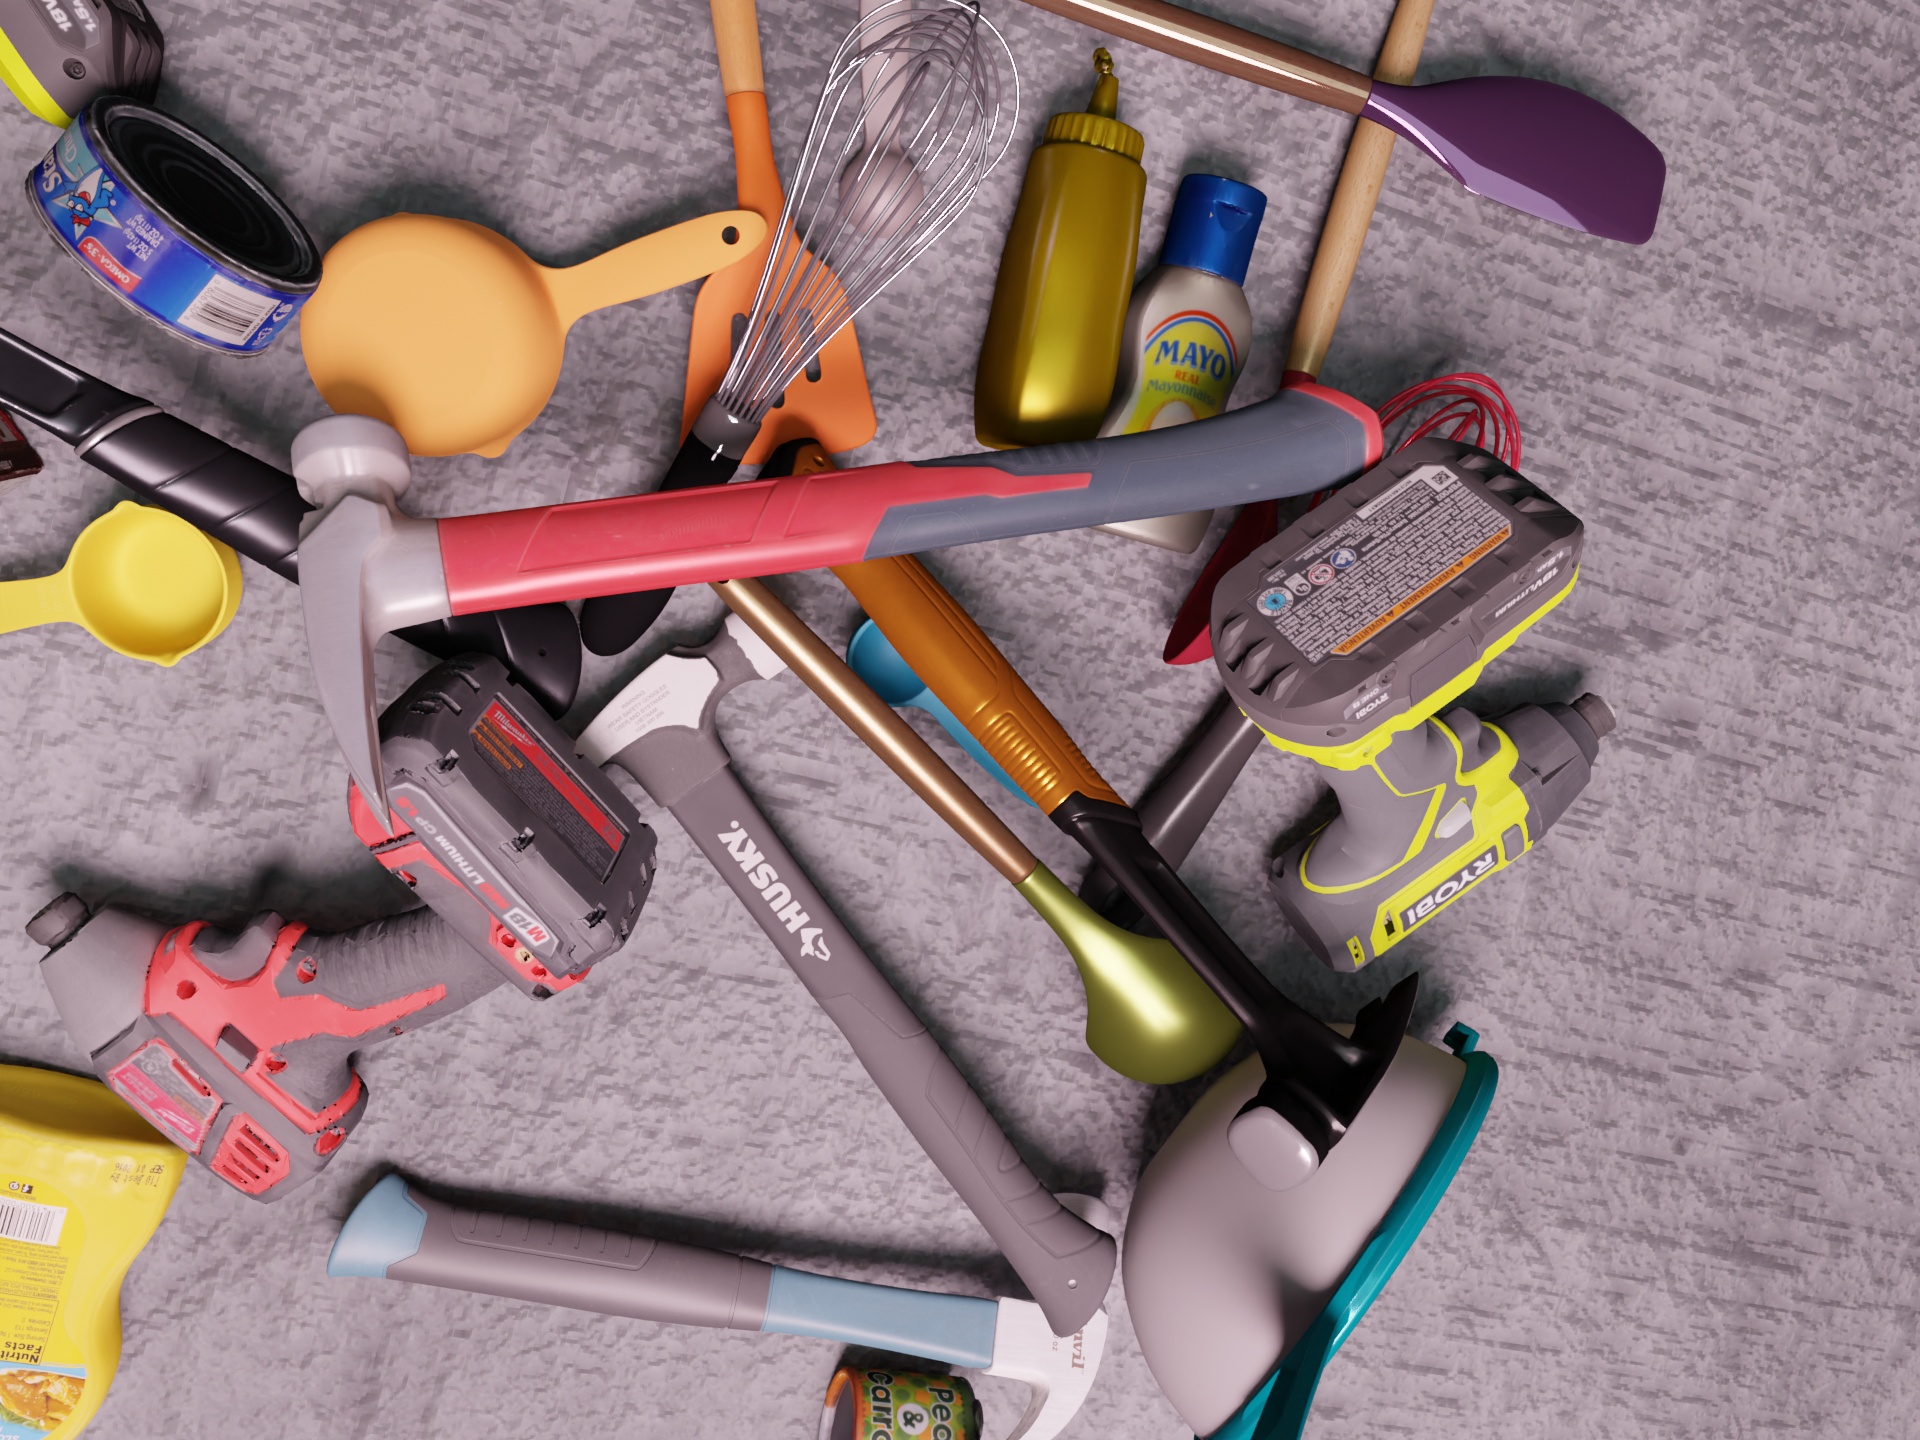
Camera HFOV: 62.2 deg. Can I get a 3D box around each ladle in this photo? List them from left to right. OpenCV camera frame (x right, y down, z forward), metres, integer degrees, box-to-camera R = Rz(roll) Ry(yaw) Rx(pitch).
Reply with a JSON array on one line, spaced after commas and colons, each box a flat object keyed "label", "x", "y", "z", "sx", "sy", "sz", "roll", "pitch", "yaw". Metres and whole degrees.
[{"label": "ladle", "x": 0.007, "y": 0.040, "z": 0.655, "sx": 0.078, "sy": 0.062, "sz": 0.320, "roll": -42, "pitch": 107, "yaw": 8}, {"label": "ladle", "x": 0.149, "y": -0.169, "z": 0.666, "sx": 0.031, "sy": 0.069, "sz": 0.315, "roll": 18, "pitch": 91, "yaw": -8}]

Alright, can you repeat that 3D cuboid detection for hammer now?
[{"label": "hammer", "x": -0.293, "y": -0.100, "z": 0.513, "sx": 0.408, "sy": 0.036, "sz": 0.149, "roll": 33, "pitch": 66, "yaw": -37}, {"label": "hammer", "x": -0.097, "y": 0.244, "z": 0.684, "sx": 0.331, "sy": 0.033, "sz": 0.128, "roll": 13, "pitch": 60, "yaw": -9}, {"label": "hammer", "x": -0.044, "y": 0.123, "z": 0.664, "sx": 0.146, "sy": 0.035, "sz": 0.334, "roll": -36, "pitch": 98, "yaw": -3}, {"label": "hammer", "x": -0.024, "y": -0.061, "z": 0.557, "sx": 0.386, "sy": 0.038, "sz": 0.143, "roll": -9, "pitch": 64, "yaw": -15}, {"label": "hammer", "x": 0.041, "y": 0.017, "z": 0.621, "sx": 0.337, "sy": 0.127, "sz": 0.034, "roll": 49, "pitch": 128, "yaw": 7}]

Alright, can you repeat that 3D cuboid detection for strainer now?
[{"label": "strainer", "x": 0.111, "y": 0.205, "z": 0.626, "sx": 0.095, "sy": 0.340, "sz": 0.211, "roll": 36, "pitch": 101, "yaw": 16}]

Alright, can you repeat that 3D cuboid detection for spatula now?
[{"label": "spatula", "x": -0.087, "y": -0.261, "z": 0.605, "sx": 0.081, "sy": 0.041, "sz": 0.322, "roll": -9, "pitch": 99, "yaw": -12}, {"label": "spatula", "x": 0.139, "y": -0.260, "z": 0.637, "sx": 0.316, "sy": 0.018, "sz": 0.060, "roll": 15, "pitch": 81, "yaw": -7}]

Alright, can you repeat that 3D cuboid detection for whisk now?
[{"label": "whisk", "x": -0.071, "y": -0.136, "z": 0.591, "sx": 0.070, "sy": 0.070, "sz": 0.284, "roll": 29, "pitch": 111, "yaw": -17}, {"label": "whisk", "x": 0.140, "y": -0.023, "z": 0.692, "sx": 0.073, "sy": 0.073, "sz": 0.296, "roll": 32, "pitch": 100, "yaw": -17}]

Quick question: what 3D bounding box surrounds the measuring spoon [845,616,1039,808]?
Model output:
[{"label": "measuring spoon", "x": -0.001, "y": -0.002, "z": 0.686, "sx": 0.128, "sy": 0.021, "sz": 0.042, "roll": 42, "pitch": 88, "yaw": -27}]

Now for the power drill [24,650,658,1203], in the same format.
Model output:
[{"label": "power drill", "x": -0.235, "y": 0.078, "z": 0.592, "sx": 0.219, "sy": 0.079, "sz": 0.143, "roll": -34, "pitch": 108, "yaw": 16}]

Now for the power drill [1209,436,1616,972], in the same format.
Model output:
[{"label": "power drill", "x": 0.194, "y": -0.002, "z": 0.654, "sx": 0.171, "sy": 0.080, "sz": 0.223, "roll": -35, "pitch": 141, "yaw": -3}]

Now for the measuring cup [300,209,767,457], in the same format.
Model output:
[{"label": "measuring cup", "x": -0.154, "y": -0.153, "z": 0.578, "sx": 0.173, "sy": 0.052, "sz": 0.095, "roll": -18, "pitch": 103, "yaw": 5}]

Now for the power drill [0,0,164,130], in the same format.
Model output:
[{"label": "power drill", "x": -0.390, "y": -0.205, "z": 0.518, "sx": 0.228, "sy": 0.080, "sz": 0.190, "roll": -29, "pitch": 111, "yaw": -3}]

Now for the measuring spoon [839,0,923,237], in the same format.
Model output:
[{"label": "measuring spoon", "x": -0.029, "y": -0.253, "z": 0.621, "sx": 0.034, "sy": 0.018, "sz": 0.124, "roll": -1, "pitch": 101, "yaw": -13}]

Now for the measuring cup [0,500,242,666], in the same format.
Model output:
[{"label": "measuring cup", "x": -0.346, "y": -0.045, "z": 0.593, "sx": 0.156, "sy": 0.029, "sz": 0.062, "roll": -9, "pitch": 104, "yaw": 1}]
